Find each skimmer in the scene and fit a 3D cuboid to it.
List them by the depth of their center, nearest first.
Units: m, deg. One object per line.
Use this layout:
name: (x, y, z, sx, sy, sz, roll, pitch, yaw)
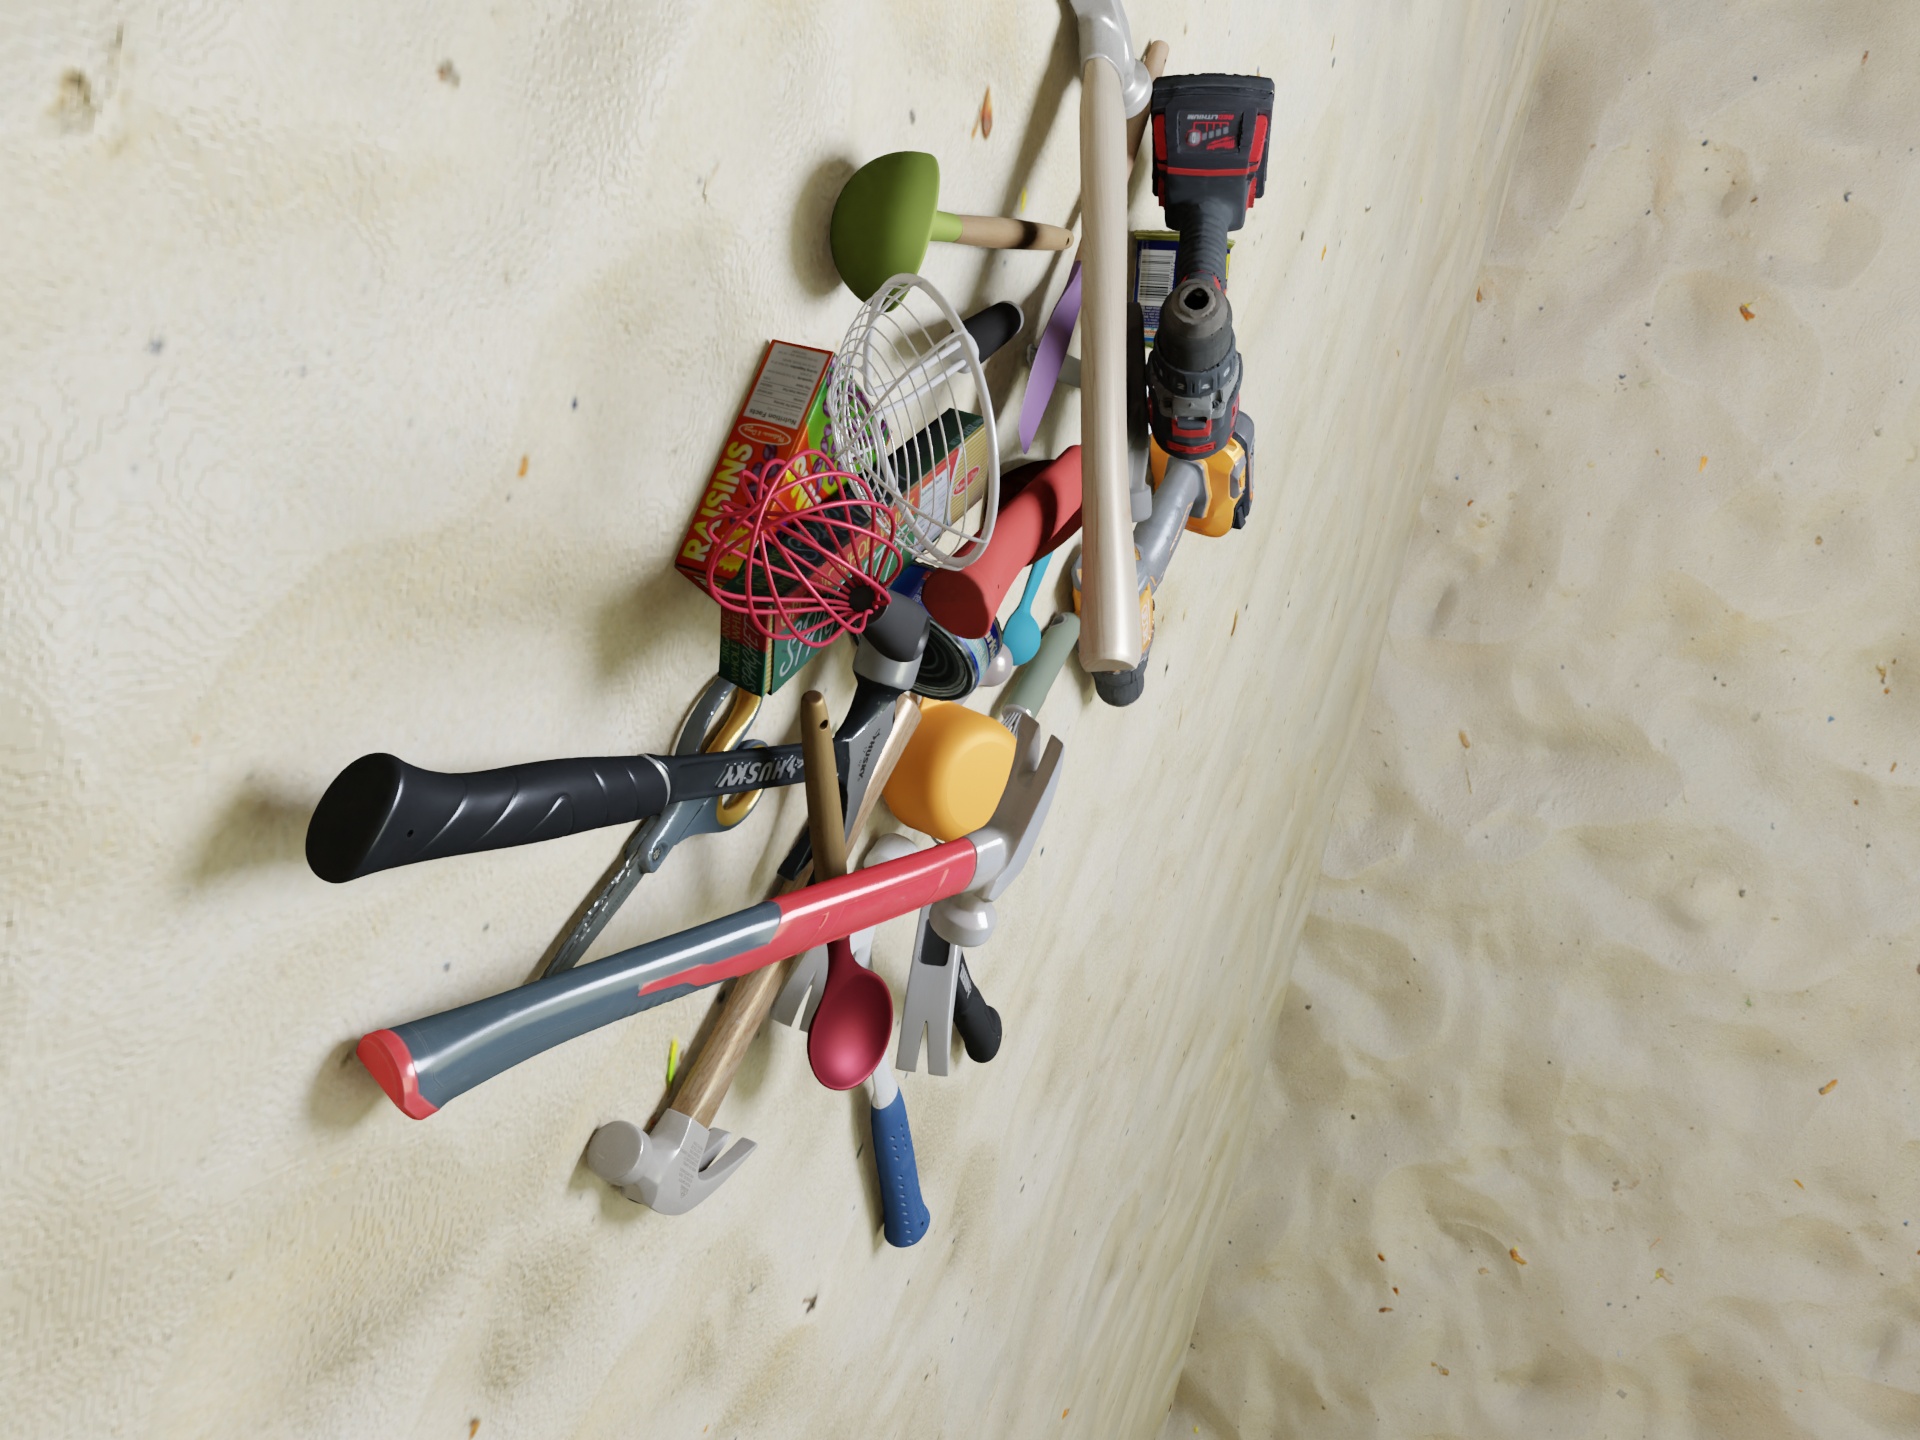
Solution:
skimmer: (0.014, -0.177, 0.804, 0.363, 0.090, 0.127, -58, 143, -63)

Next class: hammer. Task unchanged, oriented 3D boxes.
hammer: (-0.133, 0.031, 0.721, 0.409, 0.036, 0.149, -7, 118, -67)
hammer: (-0.096, 0.092, 0.756, 0.386, 0.038, 0.143, -14, 135, -47)
hammer: (0.079, -0.232, 0.911, 0.146, 0.038, 0.411, 32, 57, -67)
hammer: (-0.103, 0.127, 0.925, 0.331, 0.031, 0.129, -64, 156, -22)
hammer: (0.056, -0.144, 0.950, 0.359, 0.037, 0.149, -50, 138, -58)
hammer: (-0.059, 0.263, 1.128, 0.144, 0.035, 0.405, -55, 152, -38)
hammer: (0.001, 0.209, 1.166, 0.334, 0.035, 0.146, 75, 24, -67)

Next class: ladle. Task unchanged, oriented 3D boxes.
ladle: (-0.069, 0.100, 0.867, 0.069, 0.031, 0.315, -42, 148, -33)
ladle: (0.016, -0.268, 0.884, 0.320, 0.062, 0.078, -31, 145, -63)

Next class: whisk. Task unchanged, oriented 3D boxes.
whisk: (-0.045, -0.056, 0.685, 0.295, 0.073, 0.073, 32, 76, -80)
whisk: (0.039, 0.003, 1.157, 0.059, 0.058, 0.246, 52, 46, -24)

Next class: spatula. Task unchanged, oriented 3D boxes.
spatula: (0.087, -0.318, 1.036, 0.059, 0.018, 0.316, 69, 38, -67)

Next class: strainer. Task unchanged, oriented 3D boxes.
strainer: (0.102, -0.240, 1.135, 0.258, 0.050, 0.087, -6, 96, -63)

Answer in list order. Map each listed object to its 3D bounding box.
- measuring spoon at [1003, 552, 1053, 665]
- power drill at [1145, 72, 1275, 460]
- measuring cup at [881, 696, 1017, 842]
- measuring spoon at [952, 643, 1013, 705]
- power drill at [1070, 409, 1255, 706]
measuring spoon: (0.062, -0.098, 1.163, 0.128, 0.021, 0.042, -69, 158, -6)
power drill: (0.155, -0.300, 1.023, 0.187, 0.080, 0.227, 59, 35, -75)
measuring cup: (-0.002, -0.003, 1.014, 0.095, 0.052, 0.173, -16, 115, -35)
measuring spoon: (0.006, -0.016, 1.097, 0.124, 0.018, 0.034, -47, 147, -46)
power drill: (0.164, -0.131, 1.316, 0.226, 0.084, 0.185, -58, 156, -25)
